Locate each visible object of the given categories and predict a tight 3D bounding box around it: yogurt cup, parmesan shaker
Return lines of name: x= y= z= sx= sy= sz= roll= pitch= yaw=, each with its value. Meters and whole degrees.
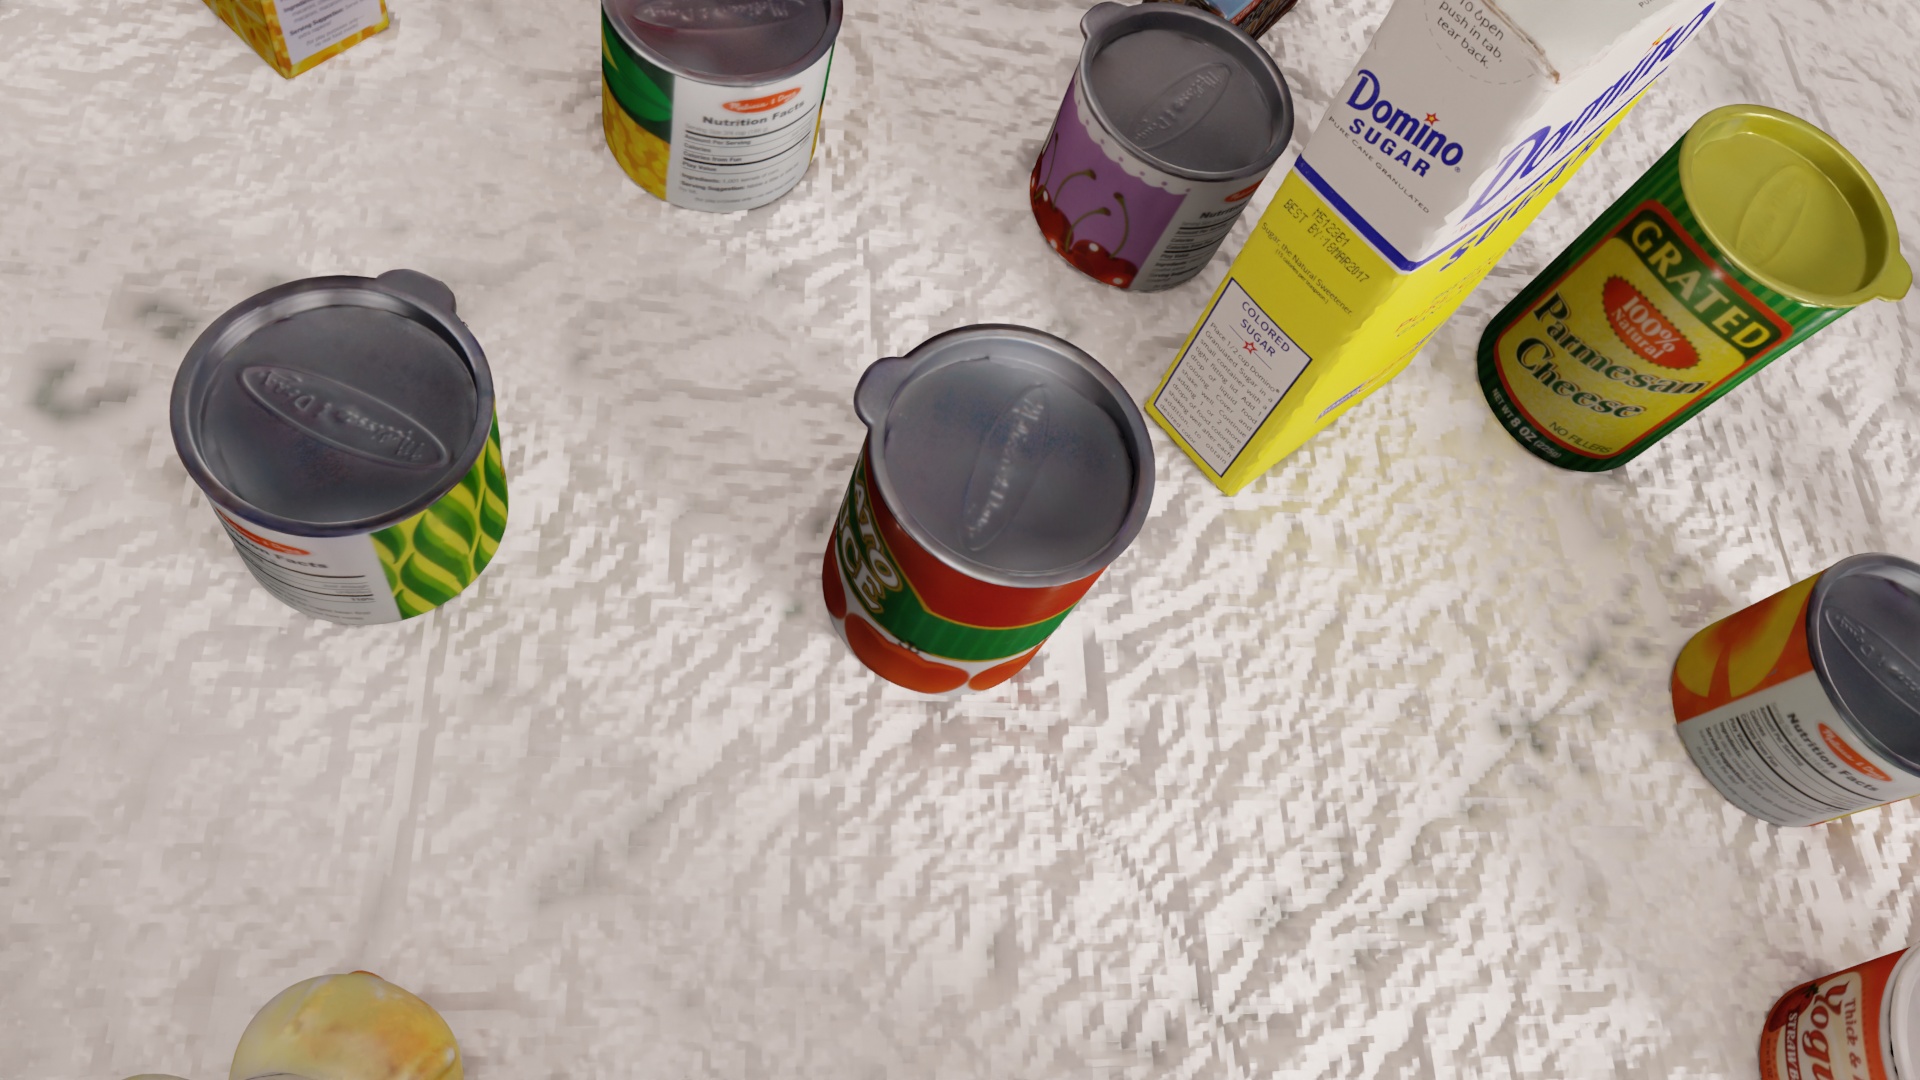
yogurt cup: x=0.249 y=0.139 z=0.358 sx=0.072 sy=0.053 sz=0.072 roll=5 pitch=65 yaw=-12
parmesan shaker: x=0.214 y=-0.069 z=0.417 sx=0.071 sy=0.102 sz=0.071 roll=5 pitch=65 yaw=-12

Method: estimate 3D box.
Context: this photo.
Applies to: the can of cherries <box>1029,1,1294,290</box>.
can of cherries: x=0.058 y=-0.122 z=0.428 sx=0.071 sy=0.058 sz=0.072 roll=5 pitch=65 yaw=-12

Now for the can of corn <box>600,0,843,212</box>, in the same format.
can of corn: x=-0.072 y=-0.141 z=0.404 sx=0.071 sy=0.058 sz=0.071 roll=5 pitch=65 yaw=-12

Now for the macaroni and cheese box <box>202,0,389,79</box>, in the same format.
macaroni and cheese box: x=-0.209 y=-0.217 z=0.345 sx=0.124 sy=0.165 sz=0.040 roll=43 pitch=64 yaw=7

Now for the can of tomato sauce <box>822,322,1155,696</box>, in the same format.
can of tomato sauce: x=0.001 y=-0.004 z=0.346 sx=0.071 sy=0.082 sz=0.071 roll=5 pitch=65 yaw=-12

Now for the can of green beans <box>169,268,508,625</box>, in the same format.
can of green beans: x=-0.143 y=-0.020 z=0.331 sx=0.071 sy=0.057 sz=0.071 roll=5 pitch=65 yaw=-12

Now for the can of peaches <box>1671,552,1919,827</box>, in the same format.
can of peaches: x=0.254 y=0.043 z=0.401 sx=0.071 sy=0.057 sz=0.071 roll=5 pitch=65 yaw=-12

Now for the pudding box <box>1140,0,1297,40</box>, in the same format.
pudding box: x=0.093 y=-0.189 z=0.473 sx=0.030 sy=0.049 sz=0.084 roll=40 pitch=63 yaw=6
